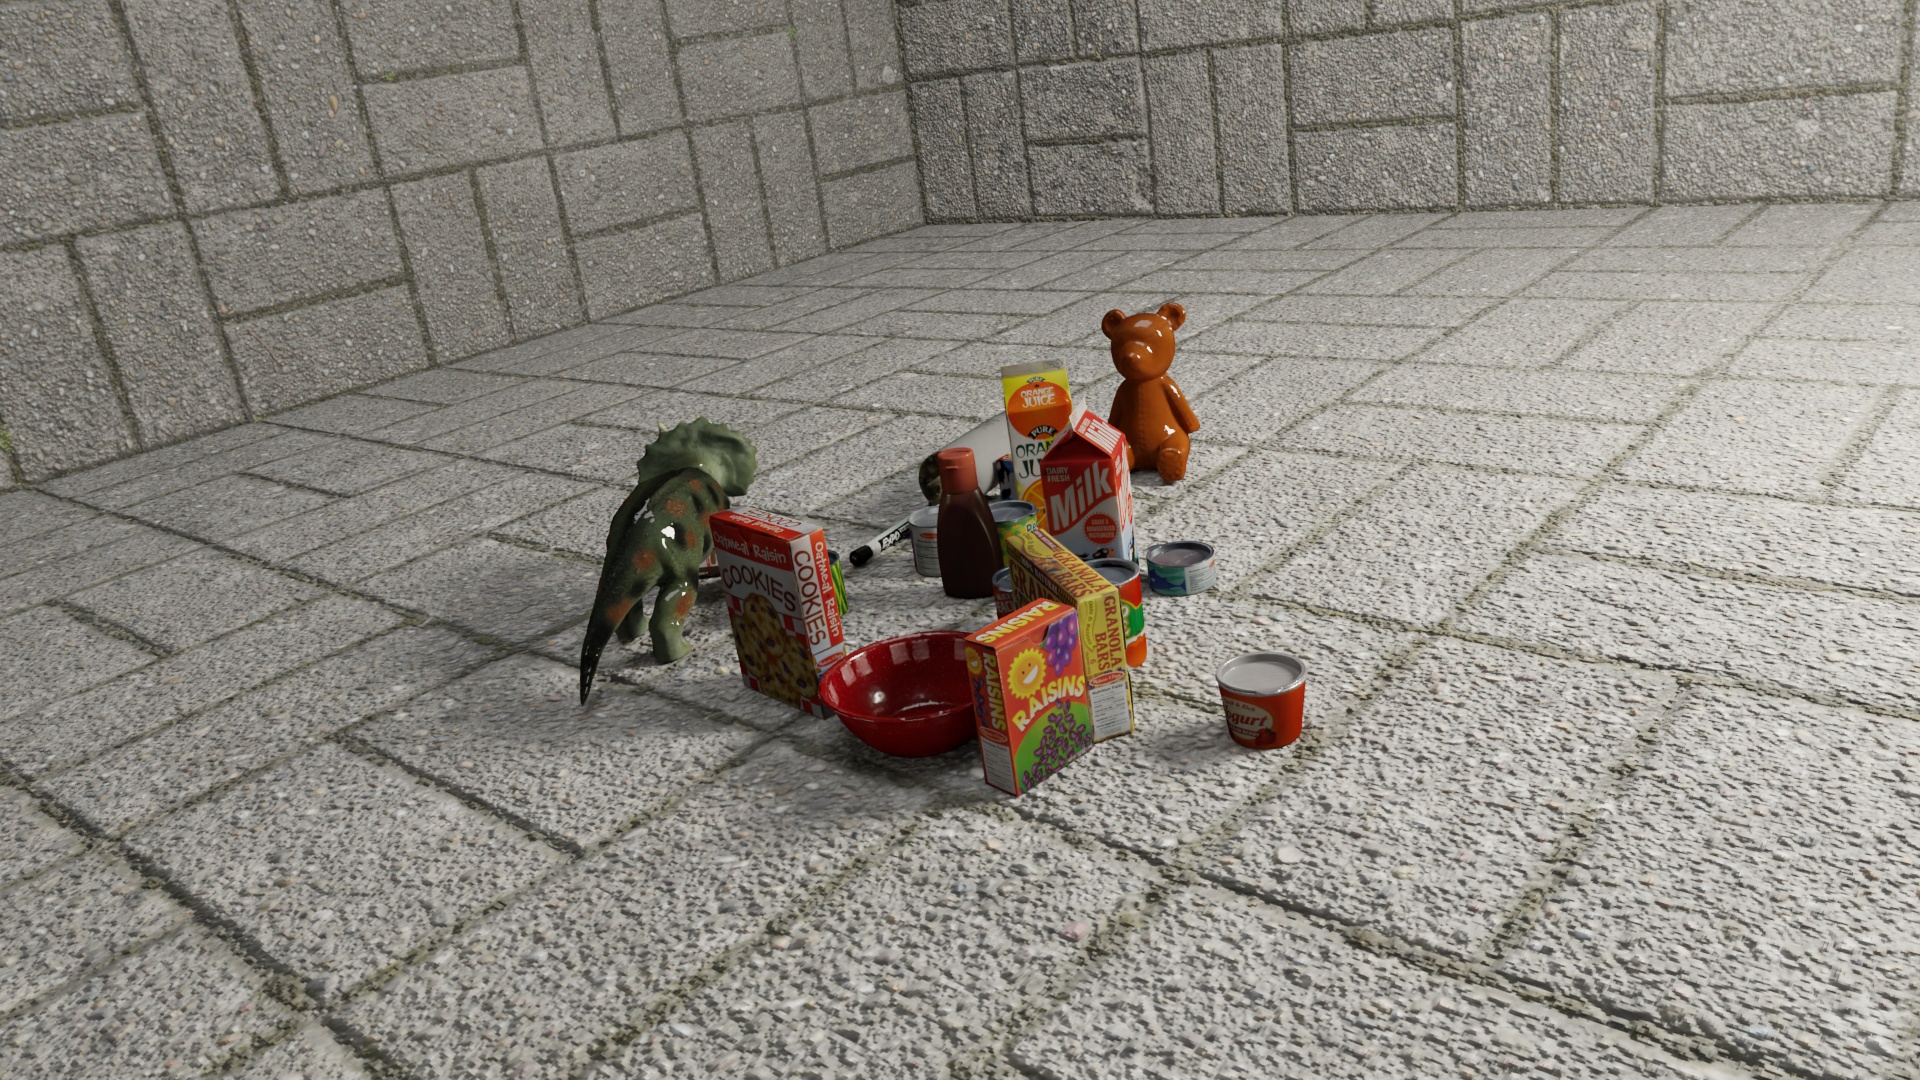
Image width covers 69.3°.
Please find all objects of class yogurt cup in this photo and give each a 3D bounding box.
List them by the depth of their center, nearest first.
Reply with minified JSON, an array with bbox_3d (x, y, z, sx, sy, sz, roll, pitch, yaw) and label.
[{"bbox_3d":[0.229,0.122,1.053,0.072,0.053,0.072,-7,20,3],"label":"yogurt cup"}]

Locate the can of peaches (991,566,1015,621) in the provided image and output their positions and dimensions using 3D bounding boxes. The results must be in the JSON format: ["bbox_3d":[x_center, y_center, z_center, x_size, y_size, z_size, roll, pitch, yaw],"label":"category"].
[{"bbox_3d":[0.063,0.059,1.283,0.071,0.058,0.071,-7,20,3],"label":"can of peaches"}]

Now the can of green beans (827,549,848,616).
[{"bbox_3d":[-0.150,0.047,1.399,0.071,0.057,0.071,-7,20,3],"label":"can of green beans"}]

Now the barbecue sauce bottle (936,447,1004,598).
[{"bbox_3d":[0.005,-0.017,1.381,0.065,0.148,0.044,-2,21,18],"label":"barbecue sauce bottle"}]

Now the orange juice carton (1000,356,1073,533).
[{"bbox_3d":[0.090,-0.102,1.512,0.072,0.192,0.073,-8,20,2],"label":"orange juice carton"}]

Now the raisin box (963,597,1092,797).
[{"bbox_3d":[0.052,0.116,1.039,0.086,0.123,0.040,-24,25,-37],"label":"raisin box"}]

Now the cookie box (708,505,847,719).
[{"bbox_3d":[-0.157,0.060,1.209,0.040,0.166,0.123,-24,25,-37],"label":"cookie box"}]

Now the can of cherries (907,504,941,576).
[{"bbox_3d":[-0.018,-0.001,1.477,0.071,0.058,0.072,-7,20,3],"label":"can of cherries"}]

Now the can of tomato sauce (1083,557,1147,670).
[{"bbox_3d":[0.126,0.066,1.202,0.071,0.082,0.071,-8,20,3],"label":"can of tomato sauce"}]

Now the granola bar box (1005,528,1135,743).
[{"bbox_3d":[0.088,0.074,1.138,0.039,0.123,0.166,-14,21,-14],"label":"granola bar box"}]

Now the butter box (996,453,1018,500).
[{"bbox_3d":[0.092,-0.070,1.627,0.103,0.053,0.024,8,25,37],"label":"butter box"}]

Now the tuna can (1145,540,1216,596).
[{"bbox_3d":[0.212,0.026,1.347,0.071,0.032,0.071,-7,20,3],"label":"tuna can"}]

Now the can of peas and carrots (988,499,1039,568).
[{"bbox_3d":[0.052,-0.005,1.458,0.071,0.058,0.071,-7,20,3],"label":"can of peas and carrots"}]

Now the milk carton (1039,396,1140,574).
[{"bbox_3d":[0.123,-0.038,1.328,0.073,0.189,0.073,-2,21,17],"label":"milk carton"}]
